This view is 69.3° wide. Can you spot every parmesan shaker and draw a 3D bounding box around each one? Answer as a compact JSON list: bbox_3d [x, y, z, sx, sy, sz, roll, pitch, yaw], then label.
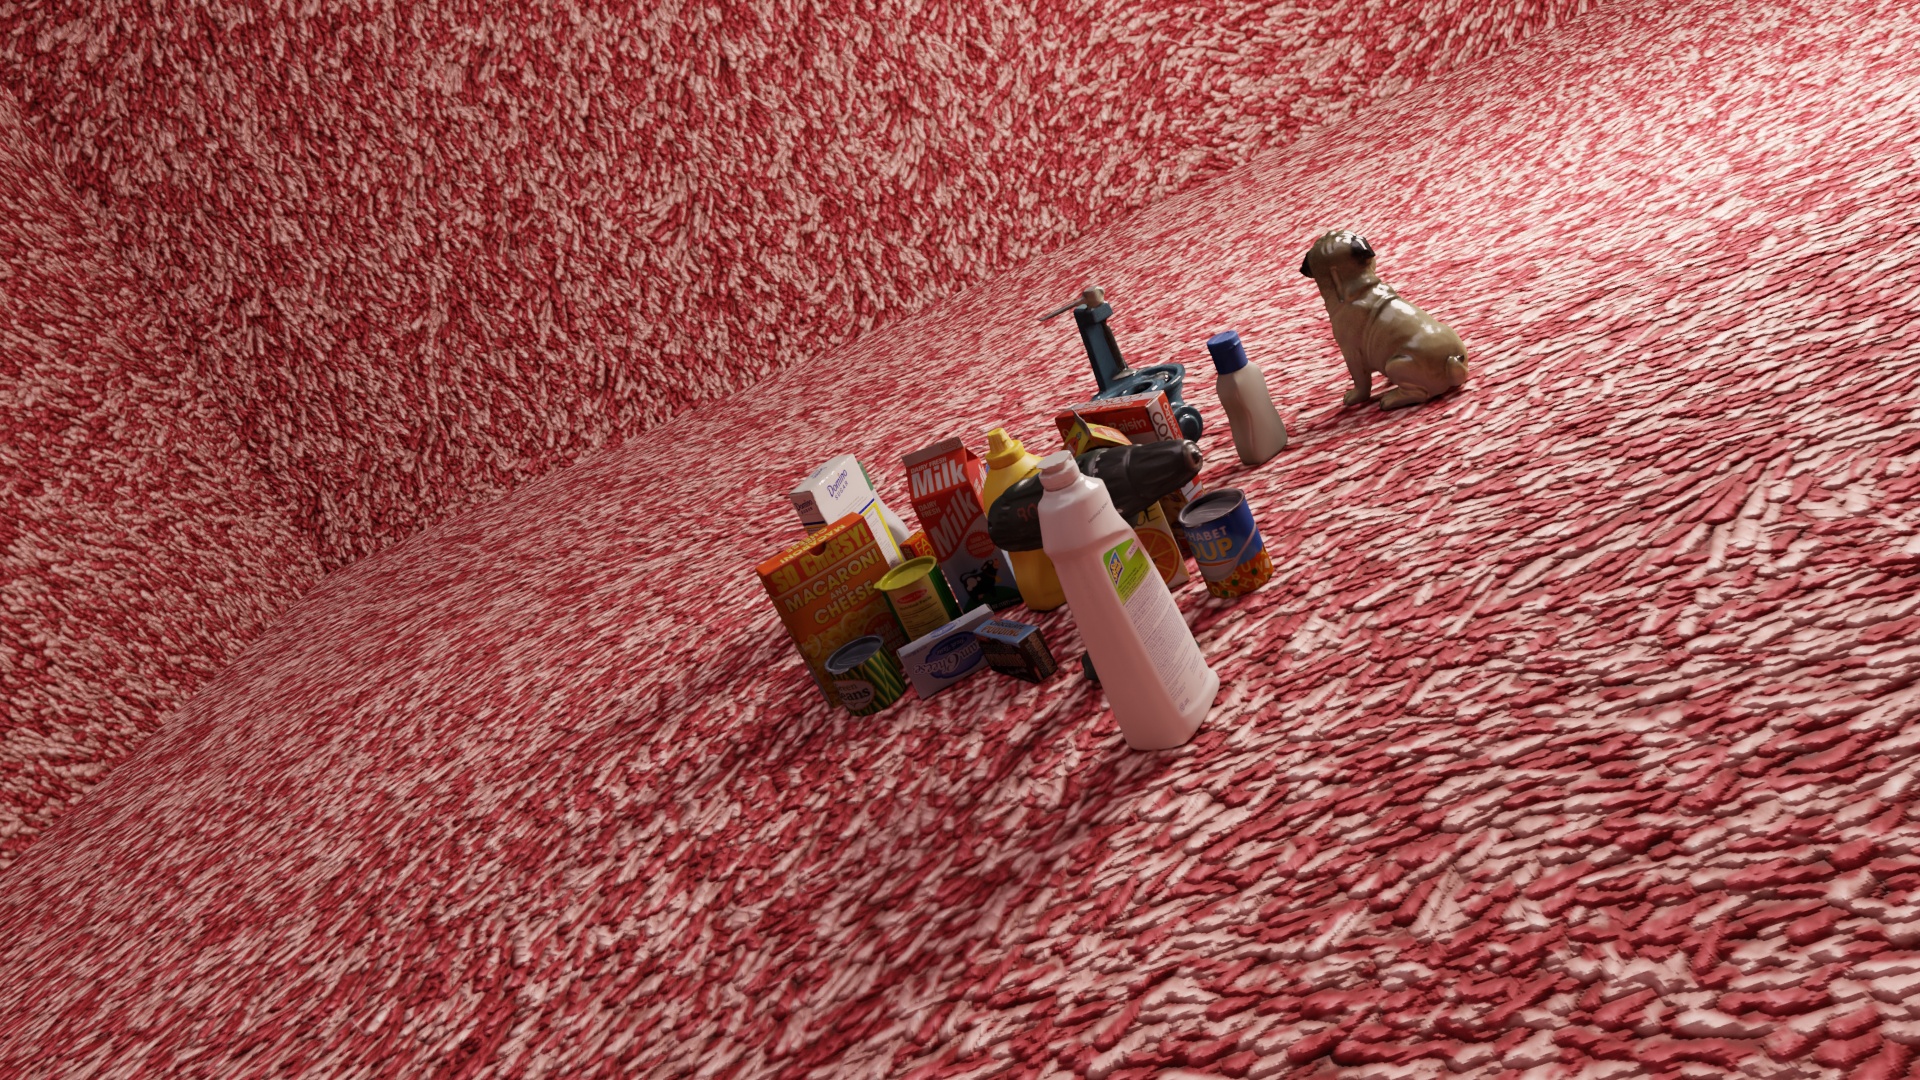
[{"bbox_3d":[-0.036,0.077,1.434,0.071,0.102,0.071,-23,19,8],"label":"parmesan shaker"}]

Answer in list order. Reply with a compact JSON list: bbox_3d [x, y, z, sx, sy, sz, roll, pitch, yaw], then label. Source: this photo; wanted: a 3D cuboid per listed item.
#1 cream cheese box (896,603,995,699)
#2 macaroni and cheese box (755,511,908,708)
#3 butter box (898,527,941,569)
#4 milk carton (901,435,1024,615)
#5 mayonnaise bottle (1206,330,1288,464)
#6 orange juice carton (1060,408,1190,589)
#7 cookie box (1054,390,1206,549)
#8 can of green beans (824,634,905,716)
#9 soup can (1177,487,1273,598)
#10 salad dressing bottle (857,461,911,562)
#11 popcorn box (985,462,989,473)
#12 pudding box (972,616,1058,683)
[{"bbox_3d":[-0.006,0.111,1.385,0.104,0.053,0.024,-28,19,-6],"label":"cream cheese box"},{"bbox_3d":[-0.121,0.072,1.456,0.124,0.166,0.040,-31,20,-16],"label":"macaroni and cheese box"},{"bbox_3d":[-0.024,0.001,1.693,0.104,0.053,0.024,-38,23,-32],"label":"butter box"},{"bbox_3d":[0.005,-0.019,1.499,0.072,0.190,0.074,-20,20,17],"label":"milk carton"},{"bbox_3d":[0.316,-0.161,1.549,0.065,0.147,0.041,-38,22,-32],"label":"mayonnaise bottle"},{"bbox_3d":[0.152,-0.039,1.367,0.073,0.192,0.072,-25,19,2],"label":"orange juice carton"},{"bbox_3d":[0.183,-0.068,1.443,0.123,0.167,0.040,-5,28,46],"label":"cookie box"},{"bbox_3d":[-0.097,0.138,1.419,0.071,0.057,0.071,-23,19,8],"label":"can of green beans"},{"bbox_3d":[0.247,0.004,1.303,0.071,0.083,0.071,-23,19,8],"label":"soup can"},{"bbox_3d":[-0.108,-0.027,1.724,0.064,0.147,0.044,-21,19,13],"label":"salad dressing bottle"},{"bbox_3d":[0.062,-0.055,1.684,0.038,0.085,0.127,-20,20,15],"label":"popcorn box"},{"bbox_3d":[0.052,0.104,1.336,0.030,0.049,0.083,-34,21,-24],"label":"pudding box"}]
